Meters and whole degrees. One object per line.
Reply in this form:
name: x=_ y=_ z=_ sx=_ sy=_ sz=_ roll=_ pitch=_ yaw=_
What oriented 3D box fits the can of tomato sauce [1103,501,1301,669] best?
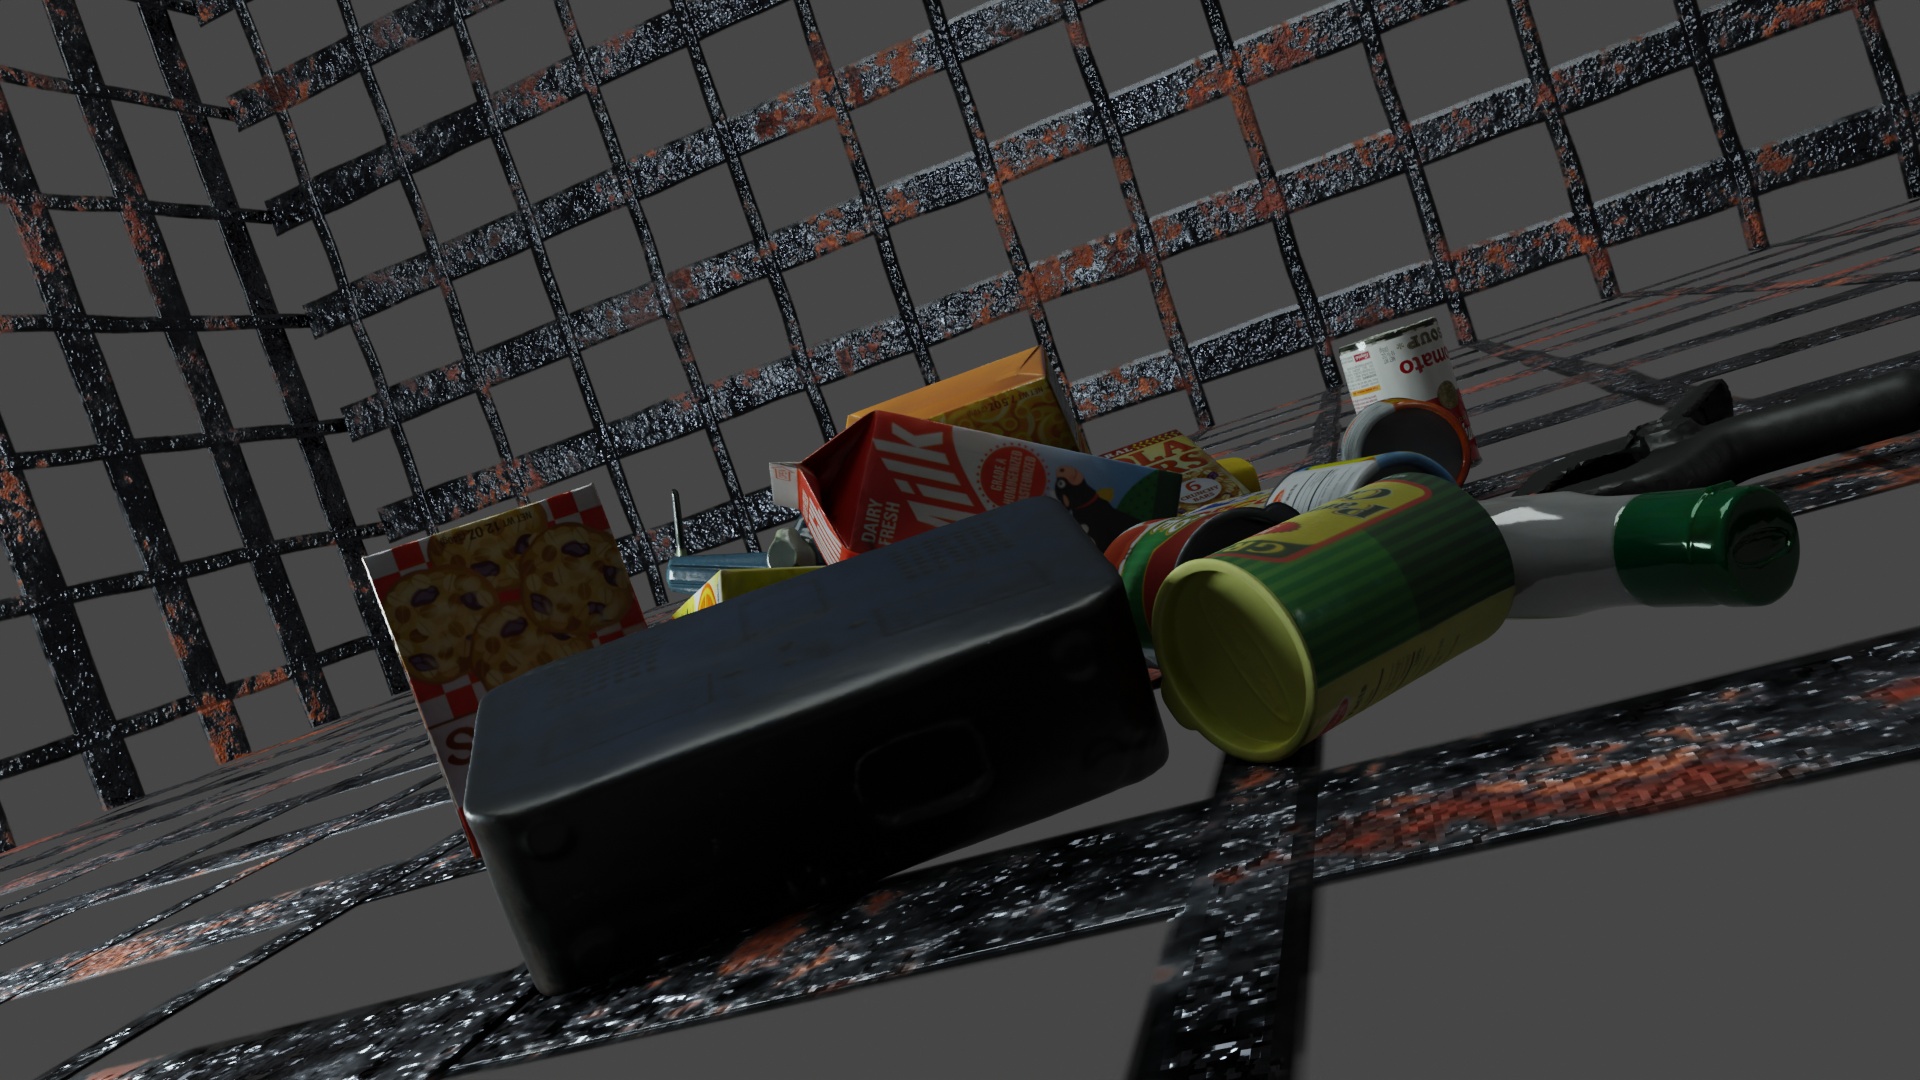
can of tomato sauce: x=0.099 y=0.020 z=0.566 sx=0.071 sy=0.071 sz=0.083 roll=-20 pitch=3 yaw=-16

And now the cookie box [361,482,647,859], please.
cookie box: x=-0.228 y=0.068 z=0.744 sx=0.123 sy=0.167 sz=0.040 roll=-20 pitch=0 yaw=-20

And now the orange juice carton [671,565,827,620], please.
orange juice carton: x=-0.099 y=0.063 z=0.690 sx=0.073 sy=0.072 sz=0.192 roll=-2 pitch=-10 yaw=-20

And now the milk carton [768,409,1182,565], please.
milk carton: x=0.002 y=-0.008 z=0.671 sx=0.191 sy=0.073 sz=0.072 roll=12 pitch=-17 yaw=-3

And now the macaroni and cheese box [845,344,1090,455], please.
macaroni and cheese box: x=0.022 y=-0.019 z=0.822 sx=0.123 sy=0.165 sz=0.040 roll=-19 pitch=33 yaw=13

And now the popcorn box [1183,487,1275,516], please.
popcorn box: x=0.171 y=-0.004 z=0.797 sx=0.126 sy=0.038 sz=0.085 roll=-15 pitch=5 yaw=45

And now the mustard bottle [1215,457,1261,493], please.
mustard bottle: x=0.144 y=-0.017 z=1.038 sx=0.160 sy=0.048 sz=0.065 roll=-20 pitch=10 yaw=-10

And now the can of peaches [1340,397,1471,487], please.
can of peaches: x=0.263 y=-0.050 z=0.816 sx=0.071 sy=0.071 sz=0.058 roll=-18 pitch=3 yaw=10

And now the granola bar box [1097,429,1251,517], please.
granola bar box: x=0.101 y=-0.016 z=0.953 sx=0.166 sy=0.039 sz=0.124 roll=-19 pitch=28 yaw=-8

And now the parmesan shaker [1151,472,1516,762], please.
parmesan shaker: x=0.121 y=0.023 z=0.454 sx=0.103 sy=0.071 sz=0.071 roll=-21 pitch=4 yaw=-33

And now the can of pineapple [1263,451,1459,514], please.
can of pineapple: x=0.168 y=-0.001 z=0.573 sx=0.071 sy=0.071 sz=0.058 roll=-20 pitch=4 yaw=-22

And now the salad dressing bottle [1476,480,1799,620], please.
salad dressing bottle: x=0.204 y=0.005 z=0.473 sx=0.064 sy=0.044 sz=0.147 roll=-13 pitch=2 yaw=-25
